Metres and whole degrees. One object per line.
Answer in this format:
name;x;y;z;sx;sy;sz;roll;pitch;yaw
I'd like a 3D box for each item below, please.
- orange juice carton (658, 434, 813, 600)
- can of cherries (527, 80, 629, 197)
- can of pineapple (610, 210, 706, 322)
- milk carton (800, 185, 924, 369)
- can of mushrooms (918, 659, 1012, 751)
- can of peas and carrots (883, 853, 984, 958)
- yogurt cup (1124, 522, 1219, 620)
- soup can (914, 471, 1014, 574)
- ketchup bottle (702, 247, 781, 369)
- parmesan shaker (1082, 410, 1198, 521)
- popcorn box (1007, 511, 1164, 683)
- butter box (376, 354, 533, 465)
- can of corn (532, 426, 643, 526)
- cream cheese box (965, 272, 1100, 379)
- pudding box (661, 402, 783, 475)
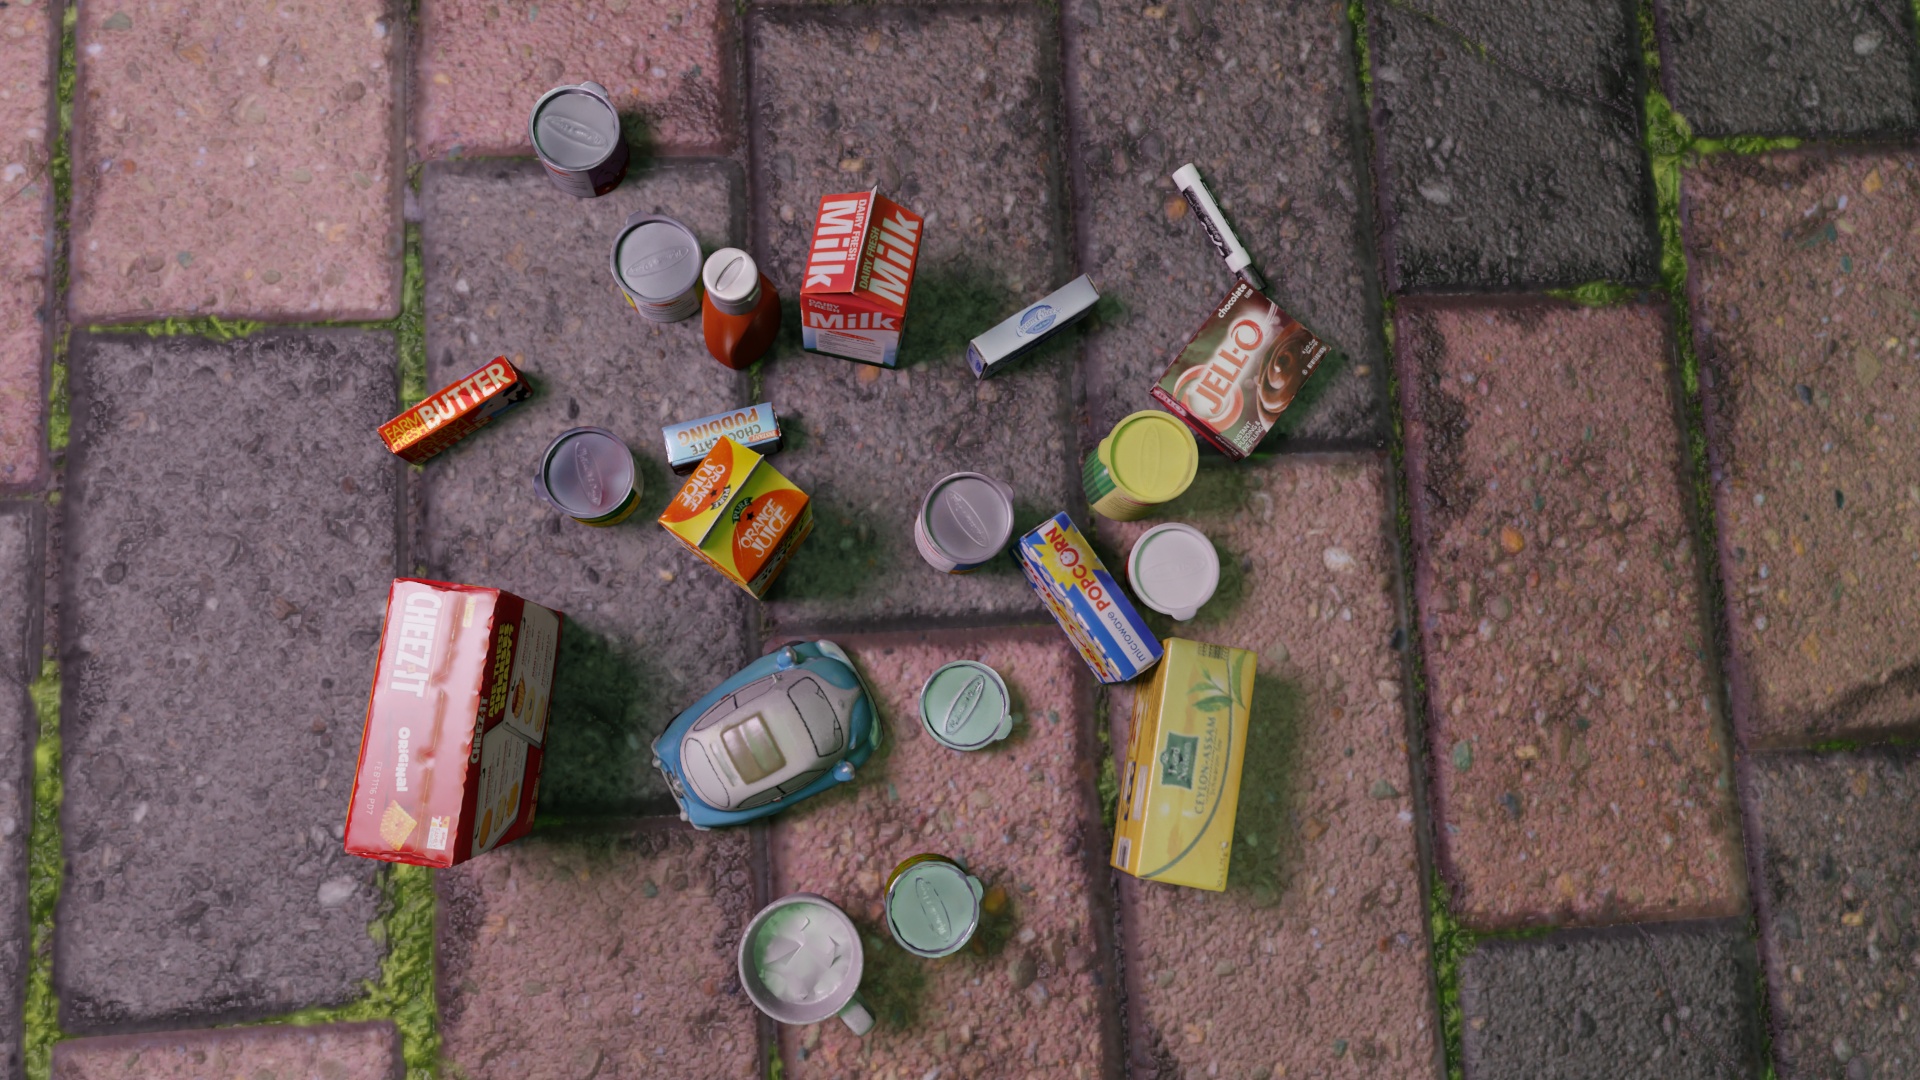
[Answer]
orange juice carton;-0.150;-0.014;0.945;0.073;0.192;0.072;36;82;0
can of cherries;-0.282;-0.299;1.038;0.071;0.058;0.071;1;83;-5
can of pineapple;-0.222;-0.202;1.031;0.071;0.058;0.071;1;83;-5
milk carton;-0.070;-0.183;0.976;0.073;0.190;0.072;11;82;-4
can of mushrooms;0.004;0.123;1.022;0.071;0.033;0.071;1;83;-5
can of peas and carrots;-0.019;0.257;0.990;0.071;0.058;0.071;1;83;-5
yogurt cup;0.154;0.023;1.039;0.072;0.054;0.072;1;83;-5
soup can;0.004;-0.013;1.014;0.071;0.083;0.071;1;83;-5
ketchup bottle;-0.157;-0.167;0.986;0.043;0.148;0.065;36;82;0
parmesan shaker;0.127;-0.054;1.021;0.071;0.103;0.071;1;83;-5
popcorn box;0.090;0.044;1.015;0.038;0.085;0.126;-35;87;-8
butter box;-0.364;-0.094;1.006;0.104;0.053;0.024;-33;87;-8
can of corn;-0.268;-0.044;1.006;0.071;0.058;0.071;1;83;-5
cream cheese box;0.054;-0.161;1.054;0.104;0.053;0.024;-32;87;-8
pudding box;-0.175;-0.074;1.023;0.084;0.049;0.030;-15;85;-7
